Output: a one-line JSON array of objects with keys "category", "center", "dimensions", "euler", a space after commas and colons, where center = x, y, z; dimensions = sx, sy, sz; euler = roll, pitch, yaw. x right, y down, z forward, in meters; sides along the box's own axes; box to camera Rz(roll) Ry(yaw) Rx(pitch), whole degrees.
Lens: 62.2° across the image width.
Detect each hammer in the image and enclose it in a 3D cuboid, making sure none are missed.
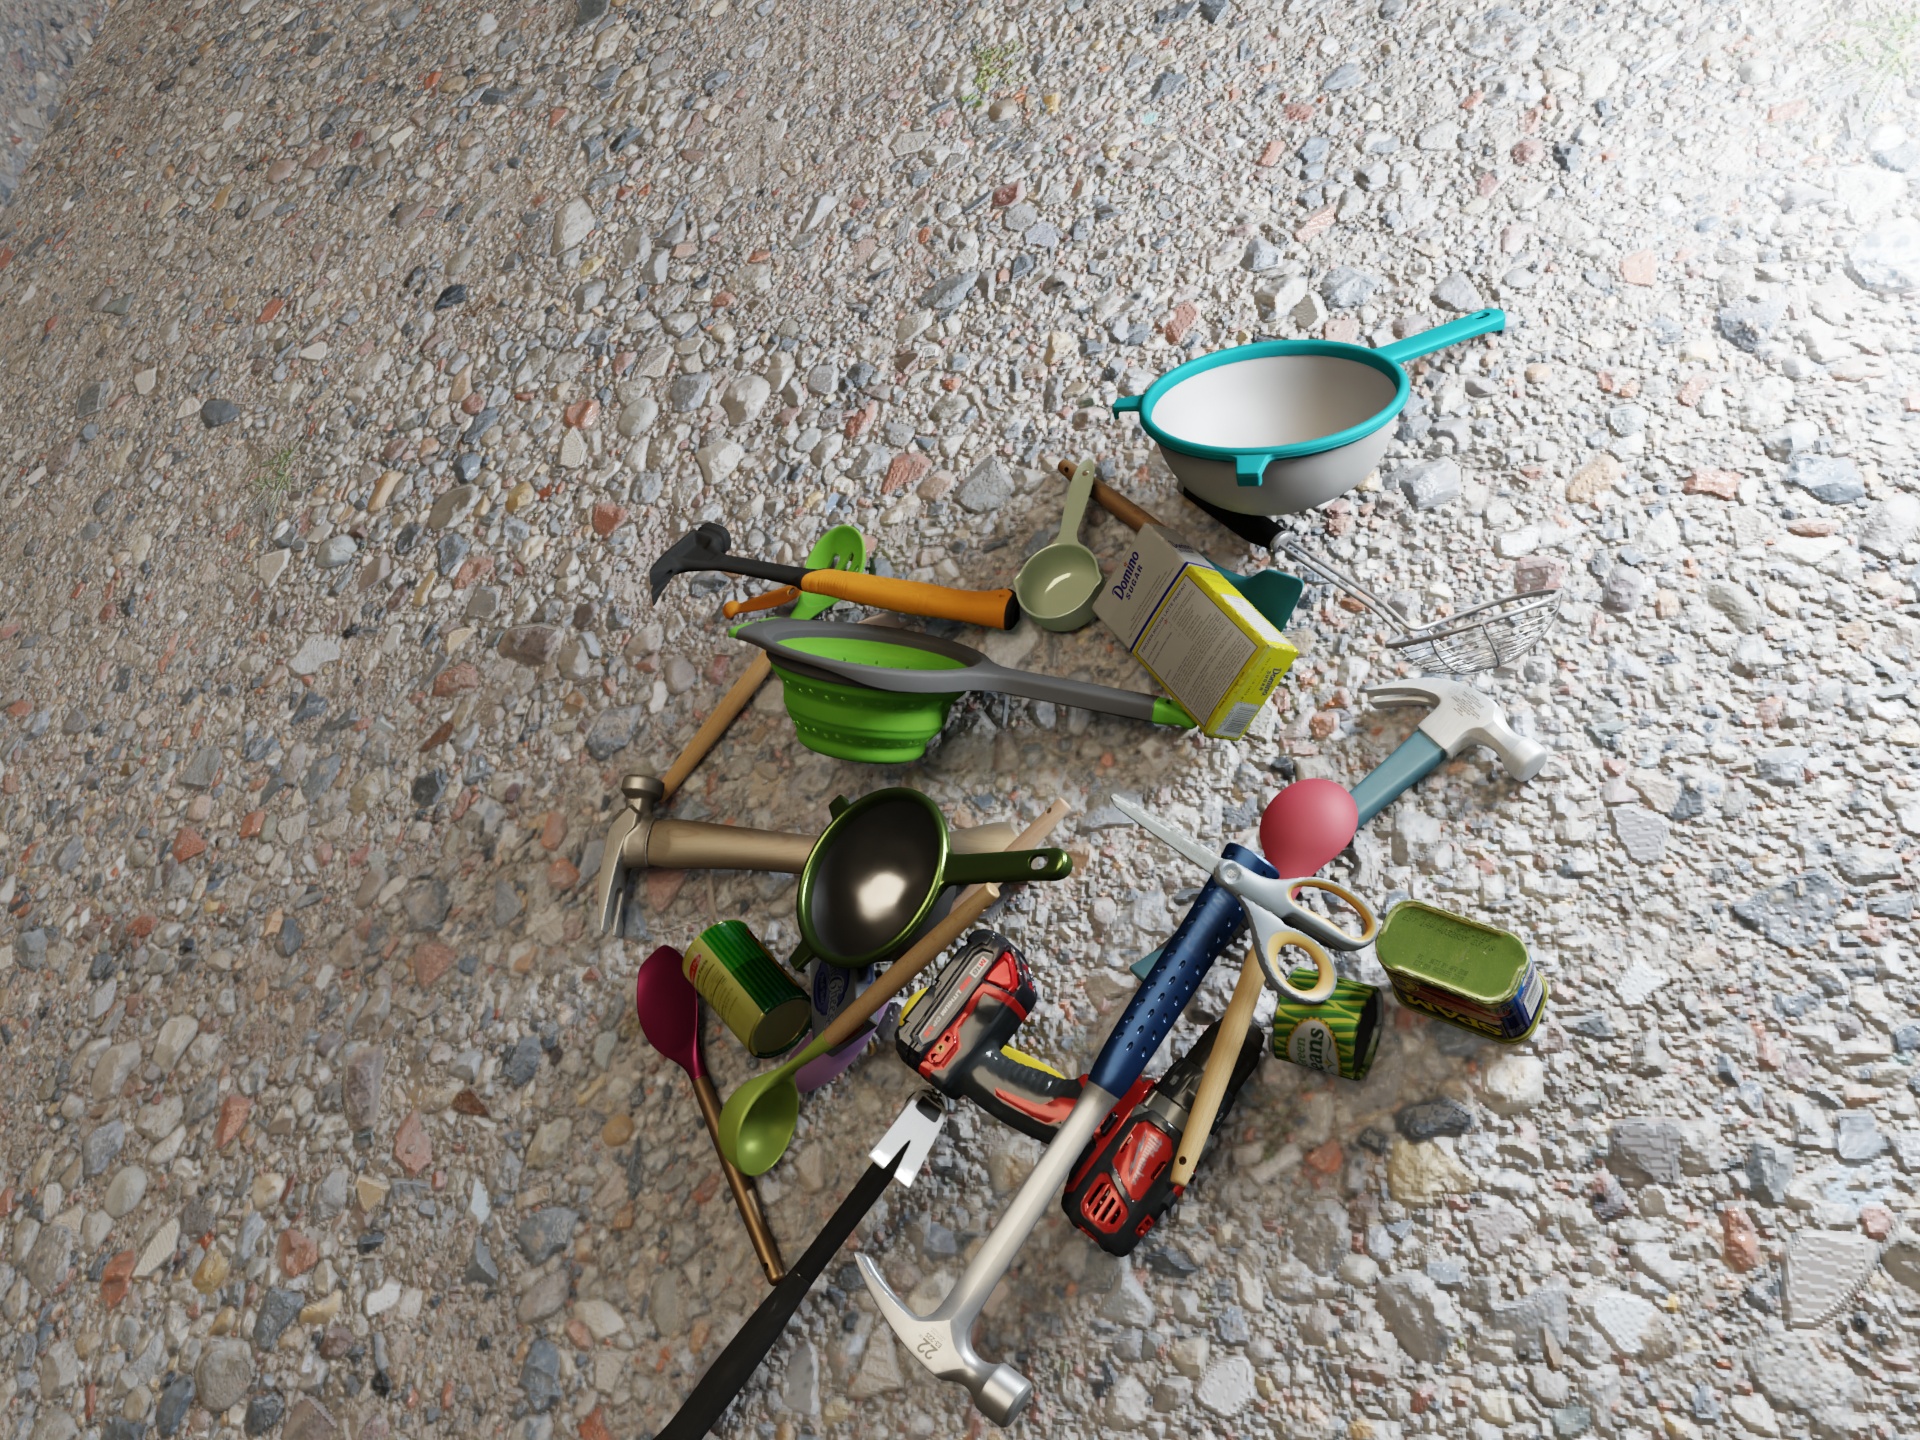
[{"category": "hammer", "center": [-0.130, 0.123, 1.354], "dimensions": [0.411, 0.038, 0.146], "euler": [0, 72, 25]}, {"category": "hammer", "center": [-0.122, 0.412, 1.146], "dimensions": [0.035, 0.146, 0.335], "euler": [37, 92, 5]}, {"category": "hammer", "center": [-0.111, -0.120, 1.430], "dimensions": [0.337, 0.034, 0.127], "euler": [11, 32, 17]}, {"category": "hammer", "center": [0.263, 0.092, 1.176], "dimensions": [0.331, 0.033, 0.128], "euler": [-41, 53, 1]}, {"category": "hammer", "center": [0.086, 0.256, 1.078], "dimensions": [0.144, 0.035, 0.405], "euler": [31, 78, 22]}]

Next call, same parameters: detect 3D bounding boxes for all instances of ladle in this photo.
[{"category": "ladle", "center": [-0.074, 0.232, 1.187], "dimensions": [0.320, 0.078, 0.062], "euler": [-45, 70, 23]}, {"category": "ladle", "center": [0.205, 0.173, 1.108], "dimensions": [0.069, 0.031, 0.315], "euler": [12, 66, 31]}]

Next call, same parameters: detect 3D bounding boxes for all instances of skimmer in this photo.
[{"category": "skimmer", "center": [0.301, -0.139, 1.252], "dimensions": [0.127, 0.090, 0.364], "euler": [-21, 43, -29]}]

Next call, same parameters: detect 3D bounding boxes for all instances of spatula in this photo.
[{"category": "spatula", "center": [-0.025, 0.178, 1.260], "dimensions": [0.316, 0.018, 0.060], "euler": [-47, 38, 6]}, {"category": "spatula", "center": [0.176, -0.152, 1.351], "dimensions": [0.318, 0.044, 0.082], "euler": [43, 116, 39]}]

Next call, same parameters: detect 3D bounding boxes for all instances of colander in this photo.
[{"category": "colander", "center": [-0.002, -0.004, 1.327], "dimensions": [0.397, 0.204, 0.094], "euler": [11, 103, 15]}]

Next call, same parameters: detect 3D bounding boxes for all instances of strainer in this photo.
[{"category": "strainer", "center": [0.309, -0.247, 1.301], "dimensions": [0.340, 0.095, 0.211], "euler": [-23, 35, -18]}, {"category": "strainer", "center": [-0.011, 0.127, 1.220], "dimensions": [0.256, 0.069, 0.152], "euler": [-8, 58, 37]}]

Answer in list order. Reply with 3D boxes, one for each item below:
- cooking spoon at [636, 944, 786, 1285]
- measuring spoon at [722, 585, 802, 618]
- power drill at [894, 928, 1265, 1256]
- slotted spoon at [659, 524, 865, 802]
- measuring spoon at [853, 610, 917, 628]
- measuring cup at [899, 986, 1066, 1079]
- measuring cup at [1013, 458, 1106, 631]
[{"category": "cooking spoon", "center": [-0.204, 0.315, 1.297], "dimensions": [0.068, 0.017, 0.319], "euler": [-43, 52, 16]}, {"category": "measuring spoon", "center": [-0.190, -0.116, 1.517], "dimensions": [0.117, 0.011, 0.021], "euler": [-10, 52, 43]}, {"category": "power drill", "center": [0.087, 0.243, 1.143], "dimensions": [0.227, 0.080, 0.188], "euler": [34, 79, 26]}, {"category": "slotted spoon", "center": [-0.188, -0.051, 1.492], "dimensions": [0.070, 0.031, 0.314], "euler": [33, 83, 36]}, {"category": "measuring spoon", "center": [-0.097, -0.078, 1.457], "dimensions": [0.124, 0.034, 0.018], "euler": [-19, 17, 12]}, {"category": "measuring cup", "center": [0.017, 0.249, 1.214], "dimensions": [0.157, 0.029, 0.062], "euler": [20, 73, 36]}, {"category": "measuring cup", "center": [0.100, -0.152, 1.396], "dimensions": [0.083, 0.038, 0.168], "euler": [1, 62, 28]}]
